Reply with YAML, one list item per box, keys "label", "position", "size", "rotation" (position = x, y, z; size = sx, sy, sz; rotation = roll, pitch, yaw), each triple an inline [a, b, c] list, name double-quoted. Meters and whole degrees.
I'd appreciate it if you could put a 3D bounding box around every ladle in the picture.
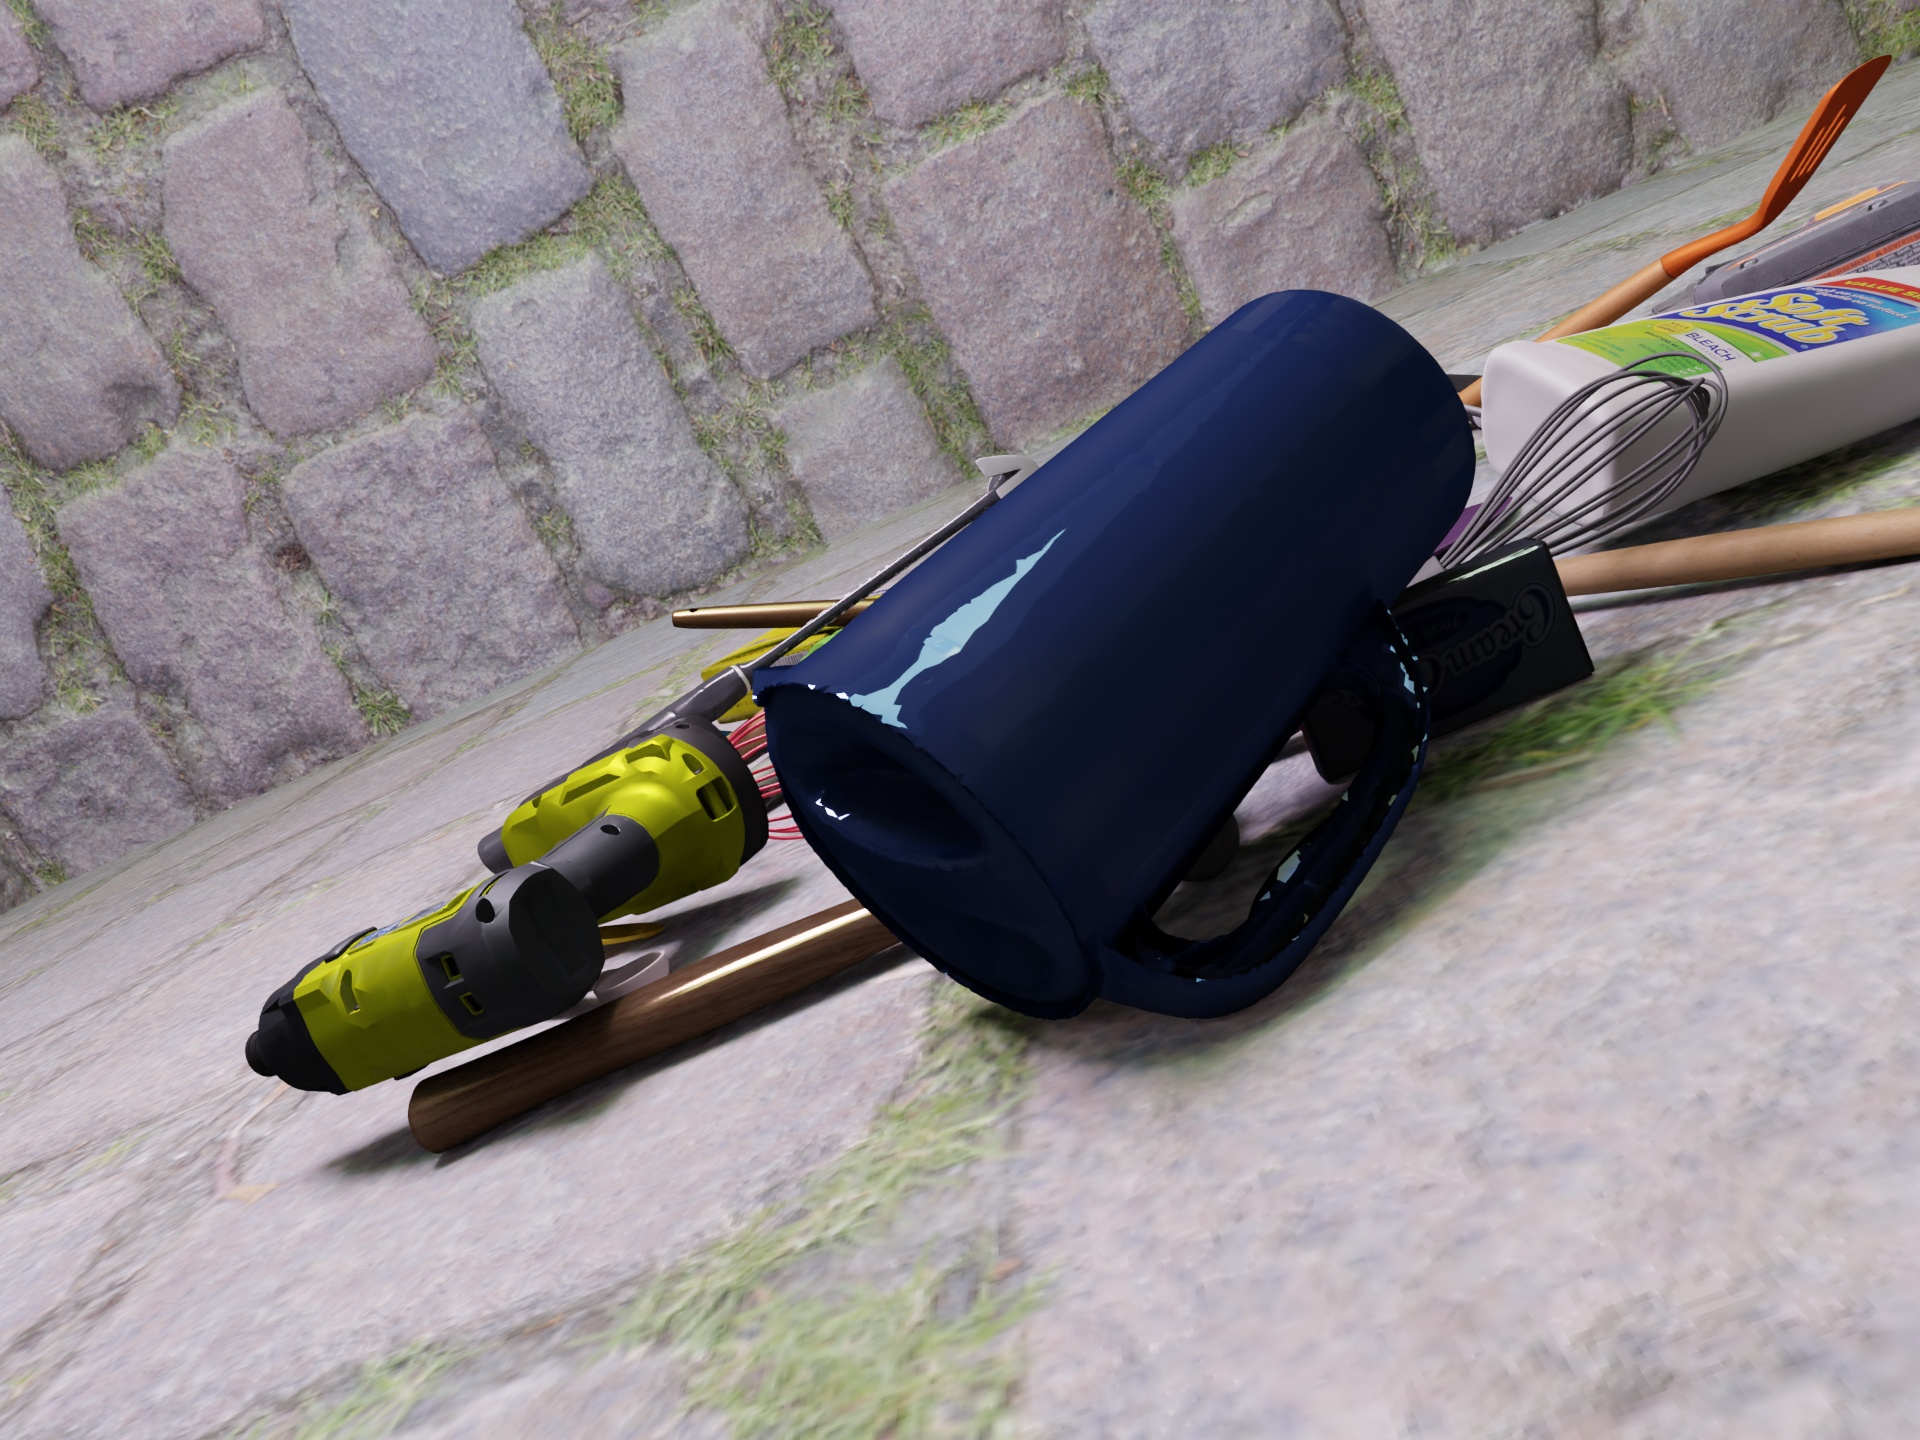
- label: "ladle"
  position: [0.249, -0.069, 0.632]
  size: [0.078, 0.062, 0.320]
  rotation: [-35, 18, -34]
- label: "ladle"
  position: [-0.031, -0.071, 1.027]
  size: [0.315, 0.031, 0.069]
  rotation: [-2, 34, 4]

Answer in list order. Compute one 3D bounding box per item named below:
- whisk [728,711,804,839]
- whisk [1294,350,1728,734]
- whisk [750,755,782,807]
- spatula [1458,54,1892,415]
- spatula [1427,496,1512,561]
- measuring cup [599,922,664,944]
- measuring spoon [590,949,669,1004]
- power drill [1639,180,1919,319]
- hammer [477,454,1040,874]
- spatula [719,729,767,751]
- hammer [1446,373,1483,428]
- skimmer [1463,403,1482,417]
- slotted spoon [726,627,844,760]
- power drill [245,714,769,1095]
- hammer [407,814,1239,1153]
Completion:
- label: "whisk"
  position: [-0.001, -0.003, 0.832]
  size: [0.296, 0.073, 0.073]
  rotation: [-18, 12, 3]
- label: "whisk"
  position: [0.186, -0.056, 0.614]
  size: [0.239, 0.055, 0.055]
  rotation: [-38, 7, 17]
- label: "whisk"
  position: [-0.061, -0.009, 1.015]
  size: [0.059, 0.057, 0.246]
  rotation: [21, 43, 32]
- label: "spatula"
  position: [0.382, -0.255, 0.914]
  size: [0.081, 0.041, 0.322]
  rotation: [-31, -2, -38]
- label: "spatula"
  position: [0.179, -0.052, 0.785]
  size: [0.316, 0.018, 0.060]
  rotation: [-31, 10, -33]
- label: "measuring cup"
  position: [-0.221, 0.126, 0.806]
  size: [0.156, 0.029, 0.062]
  rotation: [-10, 12, 12]
- label: "measuring spoon"
  position: [-0.167, 0.126, 0.717]
  size: [0.124, 0.018, 0.034]
  rotation: [-22, 10, 47]
- label: "power drill"
  position: [0.440, -0.223, 0.874]
  size: [0.185, 0.084, 0.226]
  rotation: [-23, 7, 23]
- label: "hammer"
  position: [-0.118, -0.033, 0.953]
  size: [0.409, 0.036, 0.149]
  rotation: [-36, 0, 3]
- label: "spatula"
  position: [-0.076, -0.031, 1.144]
  size: [0.317, 0.044, 0.082]
  rotation: [-24, 13, -3]
- label: "hammer"
  position: [0.232, -0.173, 1.174]
  size: [0.337, 0.034, 0.127]
  rotation: [-23, 12, 7]
- label: "skimmer"
  position: [0.288, -0.140, 0.888]
  size: [0.127, 0.090, 0.364]
  rotation: [10, 15, -19]
- label: "slotted spoon"
  position: [-0.120, 0.004, 0.957]
  size: [0.070, 0.031, 0.313]
  rotation: [-31, -1, -35]
- label: "power drill"
  position: [-0.194, 0.083, 0.702]
  size: [0.171, 0.080, 0.223]
  rotation: [-23, 9, 25]
- label: "hammer"
  position: [-0.058, 0.087, 0.611]
  size: [0.331, 0.031, 0.130]
  rotation: [-24, 12, 4]
